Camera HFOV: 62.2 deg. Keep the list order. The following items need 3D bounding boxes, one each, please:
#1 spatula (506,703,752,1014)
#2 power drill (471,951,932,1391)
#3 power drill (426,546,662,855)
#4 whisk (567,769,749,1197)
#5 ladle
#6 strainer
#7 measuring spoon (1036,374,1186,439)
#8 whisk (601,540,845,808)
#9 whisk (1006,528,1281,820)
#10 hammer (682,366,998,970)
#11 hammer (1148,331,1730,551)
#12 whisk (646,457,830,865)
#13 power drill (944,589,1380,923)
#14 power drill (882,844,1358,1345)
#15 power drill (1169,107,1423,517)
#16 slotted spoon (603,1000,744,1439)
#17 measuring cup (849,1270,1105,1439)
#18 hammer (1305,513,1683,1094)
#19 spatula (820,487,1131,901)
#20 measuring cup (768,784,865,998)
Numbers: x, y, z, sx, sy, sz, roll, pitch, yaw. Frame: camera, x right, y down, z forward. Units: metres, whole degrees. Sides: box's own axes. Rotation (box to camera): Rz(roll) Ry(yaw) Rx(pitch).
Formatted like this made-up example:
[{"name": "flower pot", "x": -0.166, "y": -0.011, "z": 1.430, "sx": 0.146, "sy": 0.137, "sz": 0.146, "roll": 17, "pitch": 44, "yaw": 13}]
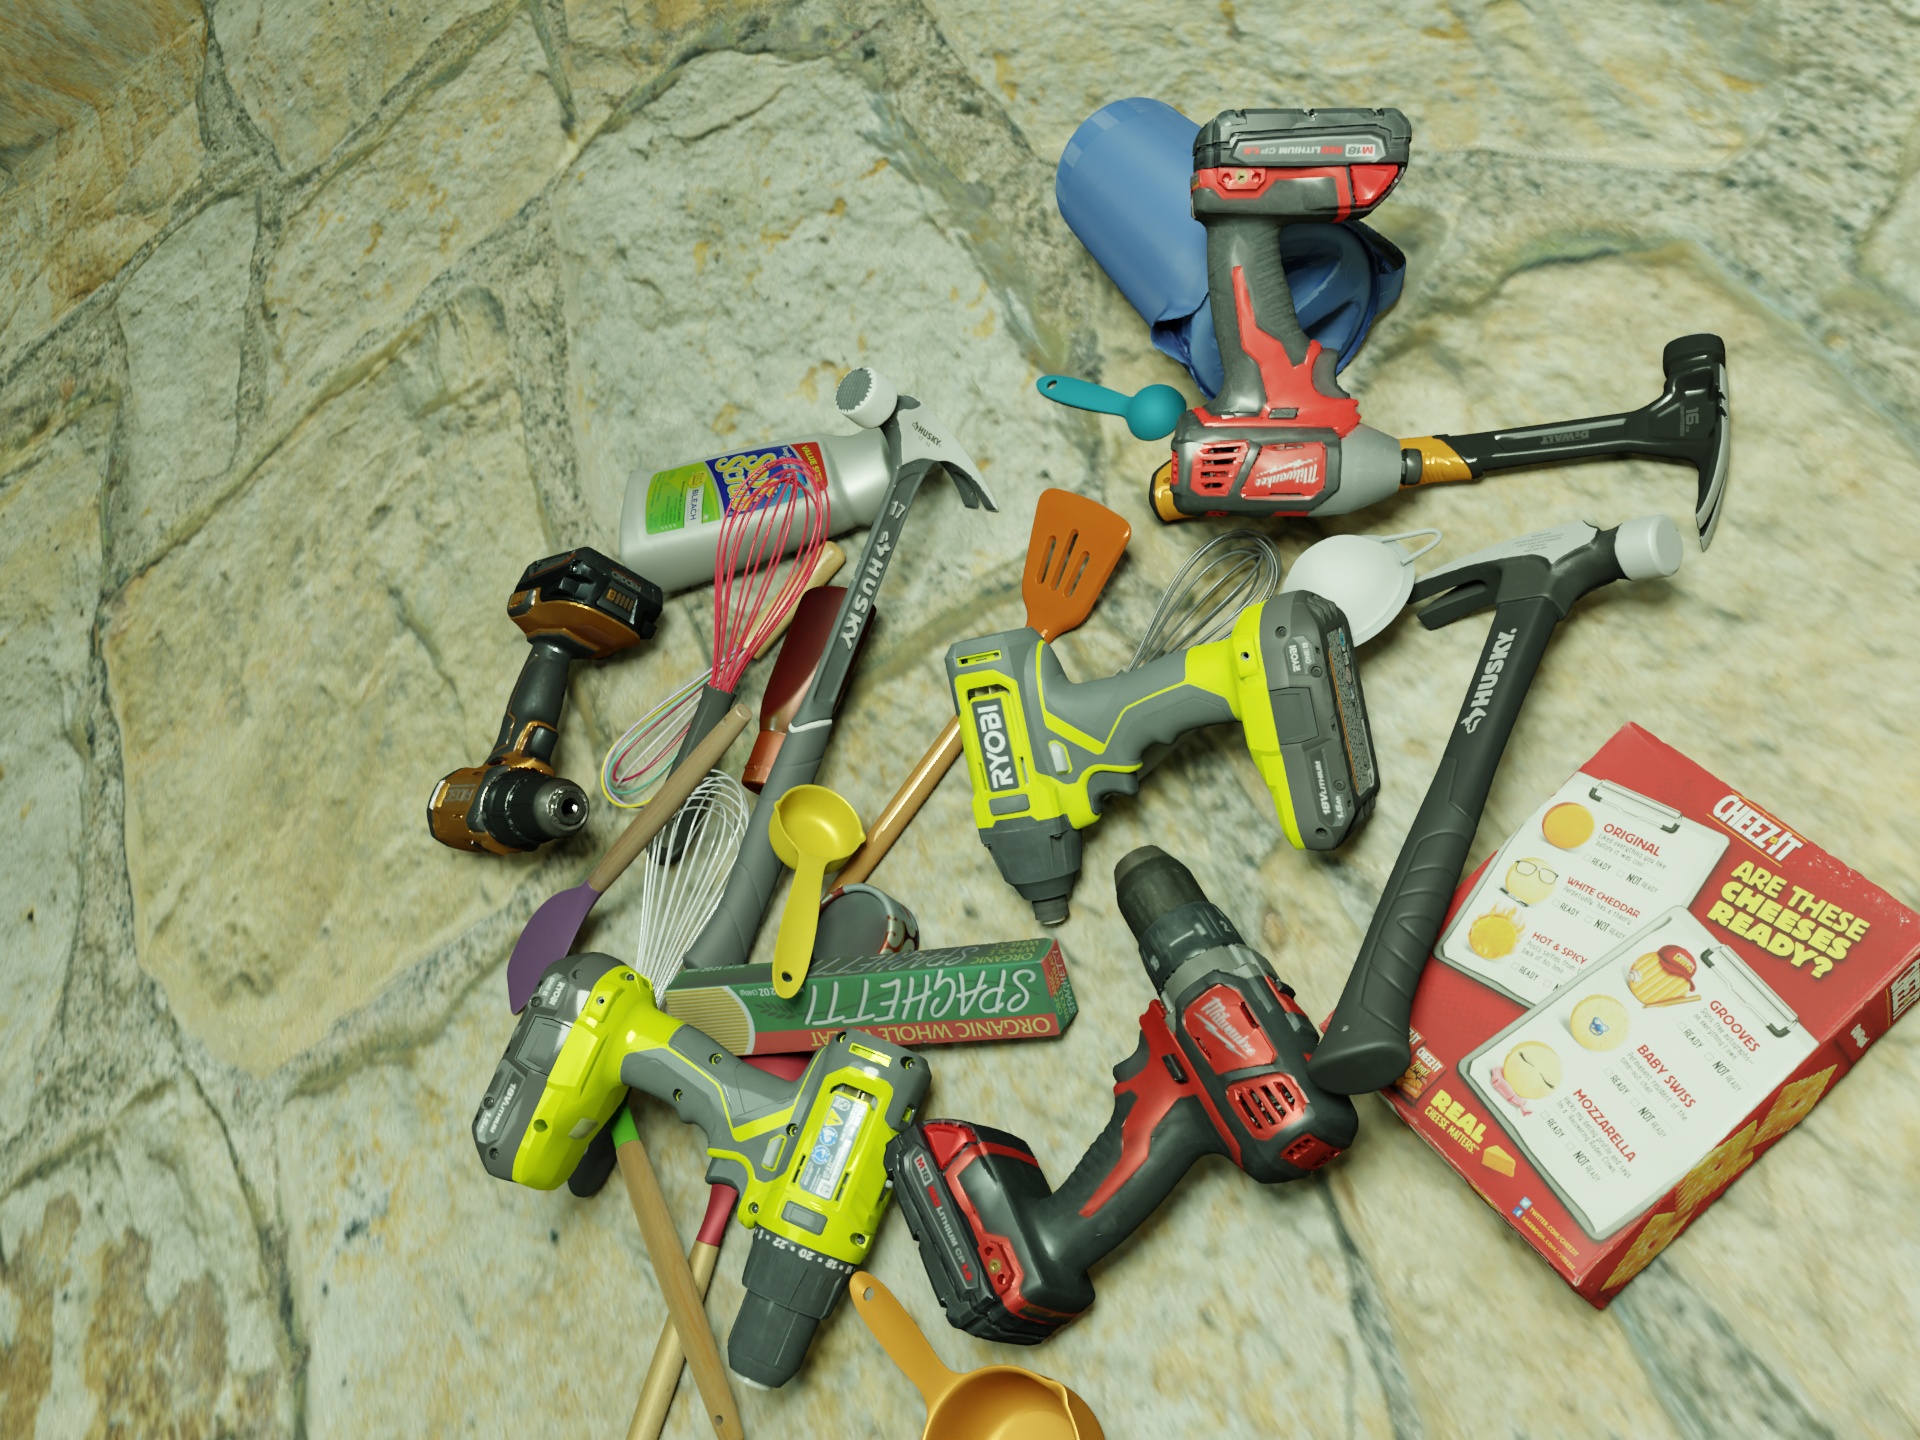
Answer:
[{"name": "spatula", "x": -0.226, "y": 0.091, "z": 1.047, "sx": 0.316, "sy": 0.018, "sz": 0.060, "roll": -46, "pitch": 46, "yaw": 31}, {"name": "power drill", "x": -0.149, "y": 0.242, "z": 0.890, "sx": 0.228, "sy": 0.080, "sz": 0.191, "roll": 18, "pitch": 74, "yaw": 16}, {"name": "power drill", "x": -0.295, "y": -0.009, "z": 1.154, "sx": 0.185, "sy": 0.084, "sz": 0.226, "roll": -4, "pitch": 62, "yaw": 51}, {"name": "whisk", "x": -0.200, "y": 0.166, "z": 1.032, "sx": 0.070, "sy": 0.070, "sz": 0.285, "roll": 7, "pitch": 72, "yaw": 34}, {"name": "ladle", "x": -0.157, "y": 0.331, "z": 0.928, "sx": 0.069, "sy": 0.031, "sz": 0.315, "roll": 4, "pitch": 67, "yaw": 34}, {"name": "strainer", "x": 0.164, "y": -0.033, "z": 0.918, "sx": 0.258, "sy": 0.050, "sz": 0.087, "roll": -43, "pitch": 35, "yaw": 17}, {"name": "measuring spoon", "x": 0.098, "y": -0.226, "z": 1.100, "sx": 0.129, "sy": 0.021, "sz": 0.042, "roll": 24, "pitch": 77, "yaw": 37}, {"name": "whisk", "x": -0.171, "y": -0.036, "z": 1.143, "sx": 0.245, "sy": 0.051, "sz": 0.047, "roll": -49, "pitch": 44, "yaw": -6}, {"name": "whisk", "x": 0.103, "y": -0.024, "z": 0.965, "sx": 0.239, "sy": 0.055, "sz": 0.055, "roll": -46, "pitch": 50, "yaw": 5}, {"name": "hammer", "x": -0.088, "y": -0.015, "z": 1.043, "sx": 0.036, "sy": 0.149, "sz": 0.409, "roll": 14, "pitch": 80, "yaw": 43}, {"name": "hammer", "x": 0.269, "y": -0.146, "z": 0.942, "sx": 0.337, "sy": 0.034, "sz": 0.127, "roll": -3, "pitch": 61, "yaw": 30}, {"name": "whisk", "x": -0.160, "y": -0.040, "z": 1.097, "sx": 0.073, "sy": 0.073, "sz": 0.296, "roll": 20, "pitch": 91, "yaw": 38}, {"name": "power drill", "x": 0.110, "y": 0.021, "z": 0.888, "sx": 0.223, "sy": 0.080, "sz": 0.171, "roll": -10, "pitch": 95, "yaw": 27}, {"name": "power drill", "x": 0.071, "y": 0.189, "z": 0.816, "sx": 0.226, "sy": 0.080, "sz": 0.188, "roll": -41, "pitch": 50, "yaw": 14}, {"name": "power drill", "x": 0.193, "y": -0.224, "z": 0.898, "sx": 0.143, "sy": 0.078, "sz": 0.219, "roll": 1, "pitch": 102, "yaw": 4}, {"name": "slotted spoon", "x": -0.186, "y": 0.273, "z": 0.938, "sx": 0.070, "sy": 0.031, "sz": 0.314, "roll": -36, "pitch": 58, "yaw": 12}, {"name": "measuring cup", "x": 0.005, "y": 0.345, "z": 0.804, "sx": 0.095, "sy": 0.052, "sz": 0.174, "roll": -49, "pitch": 48, "yaw": -3}, {"name": "hammer", "x": 0.241, "y": 0.034, "z": 0.783, "sx": 0.146, "sy": 0.035, "sz": 0.335, "roll": -8, "pitch": 44, "yaw": 51}, {"name": "spatula", "x": -0.002, "y": -0.003, "z": 1.019, "sx": 0.081, "sy": 0.041, "sz": 0.322, "roll": 32, "pitch": 83, "yaw": 39}, {"name": "measuring cup", "x": -0.098, "y": 0.107, "z": 0.963, "sx": 0.029, "sy": 0.062, "sz": 0.157, "roll": -54, "pitch": 20, "yaw": 44}]
